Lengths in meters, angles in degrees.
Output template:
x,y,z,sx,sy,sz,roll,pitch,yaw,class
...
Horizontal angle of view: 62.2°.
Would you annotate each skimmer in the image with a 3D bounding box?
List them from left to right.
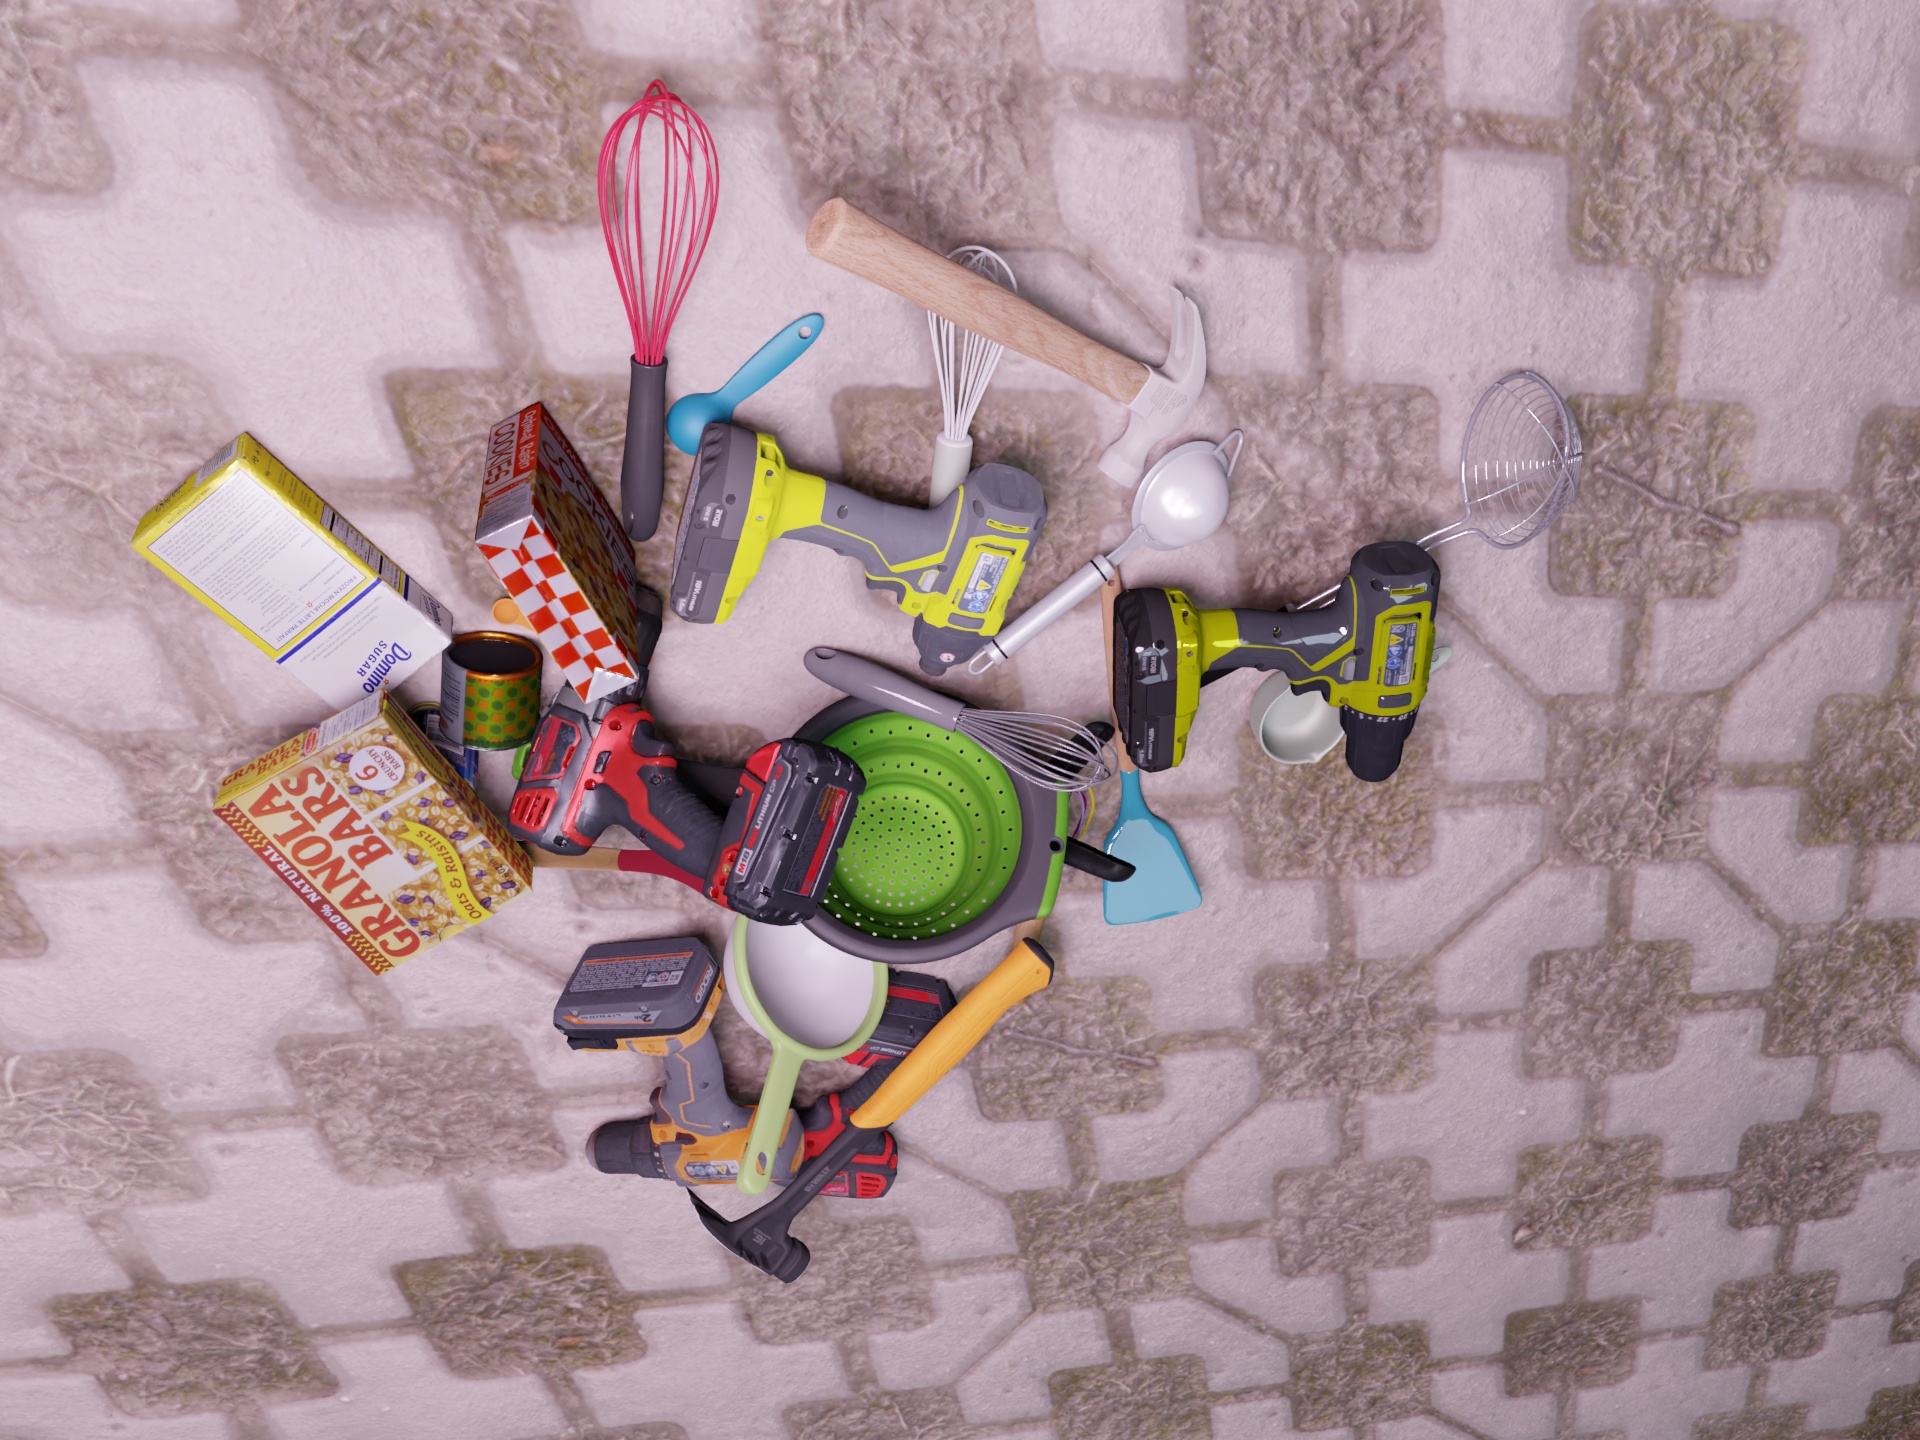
x,y,z,sx,sy,sz,roll,pitch,yaw,class
0.300,-0.125,1.200,0.363,0.090,0.127,-30,125,17,skimmer

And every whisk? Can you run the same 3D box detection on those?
x,y,z,sx,sy,sz,roll,pitch,yaw,class
-0.190,-0.240,0.978,0.073,0.073,0.295,0,126,-15,whisk
-0.002,-0.196,1.064,0.059,0.058,0.246,18,126,14,whisk
-0.001,-0.005,1.132,0.239,0.055,0.055,21,117,7,whisk
0.066,0.141,1.294,0.047,0.051,0.244,-3,125,-20,whisk

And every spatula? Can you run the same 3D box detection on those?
x,y,z,sx,sy,sz,roll,pitch,yaw,class
0.133,0.021,1.236,0.082,0.044,0.317,-11,123,-1,spatula

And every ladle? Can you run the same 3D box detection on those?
x,y,z,sx,sy,sz,roll,pitch,yaw,class
-0.258,0.094,1.107,0.315,0.031,0.069,2,100,16,ladle

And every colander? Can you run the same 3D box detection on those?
x,y,z,sx,sy,sz,roll,pitch,yaw,class
-0.124,0.071,1.167,0.397,0.205,0.094,10,160,-2,colander

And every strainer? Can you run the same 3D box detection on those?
x,y,z,sx,sy,sz,roll,pitch,yaw,class
-0.141,0.235,1.201,0.069,0.257,0.151,-22,133,41,strainer
0.109,-0.112,1.131,0.258,0.050,0.086,-38,137,5,strainer

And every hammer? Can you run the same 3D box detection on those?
x,y,z,sx,sy,sz,roll,pitch,yaw,class
-0.059,0.293,1.245,0.337,0.034,0.127,-44,125,-2,hammer
0.040,-0.247,0.990,0.331,0.031,0.130,14,117,-45,hammer

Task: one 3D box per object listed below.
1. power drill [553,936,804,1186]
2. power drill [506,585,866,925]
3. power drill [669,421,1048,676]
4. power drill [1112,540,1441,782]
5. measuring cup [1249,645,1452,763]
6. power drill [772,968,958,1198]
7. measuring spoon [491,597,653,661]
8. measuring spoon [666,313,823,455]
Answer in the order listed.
x,y,z,sx,sy,sz,roll,pitch,yaw,class
-0.242,0.282,1.259,0.185,0.084,0.226,-7,123,18,power drill
-0.179,0.022,1.043,0.080,0.227,0.188,31,79,-66,power drill
-0.073,-0.106,1.056,0.223,0.080,0.171,10,135,-15,power drill
0.231,-0.028,1.163,0.228,0.080,0.190,-6,125,-3,power drill
0.306,-0.026,1.259,0.167,0.038,0.083,-26,124,-1,measuring cup
-0.095,0.313,1.340,0.143,0.079,0.219,14,119,-22,power drill
-0.267,-0.061,1.097,0.116,0.011,0.021,19,110,-29,measuring spoon
-0.137,-0.216,1.026,0.128,0.021,0.042,-38,123,12,measuring spoon
